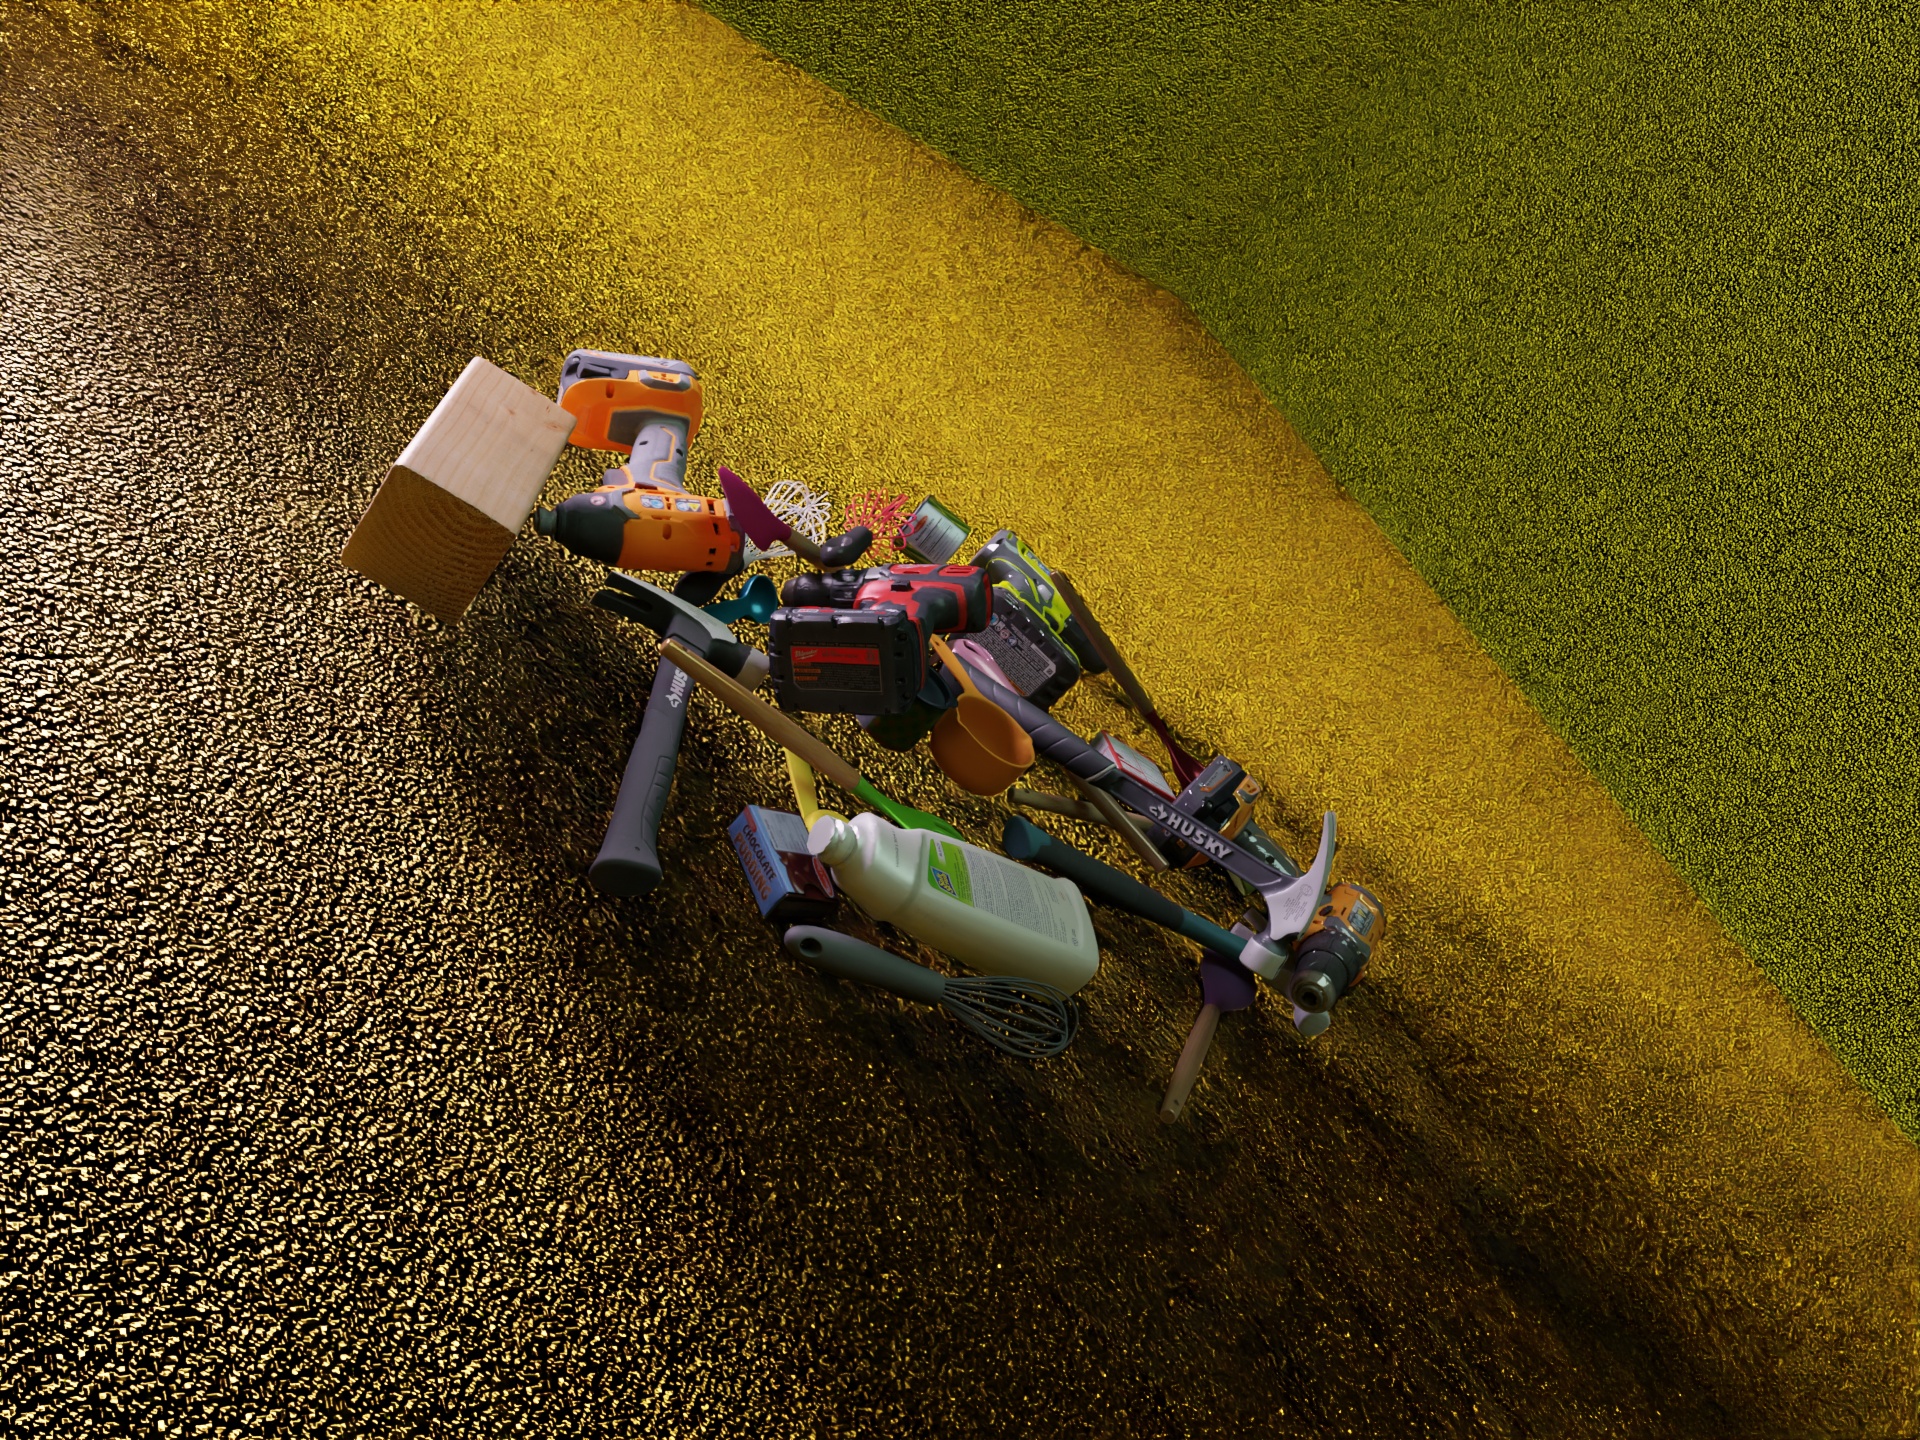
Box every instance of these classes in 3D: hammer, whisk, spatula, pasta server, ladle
[{"bbox_3d":[-0.216,0.008,1.118,0.146,0.035,0.335,33,27,-19],"label":"hammer"},{"bbox_3d":[-0.017,0.184,1.106,0.238,0.055,0.055,23,30,-27],"label":"whisk"},{"bbox_3d":[0.180,0.169,1.400,0.330,0.033,0.128,28,22,-19],"label":"hammer"},{"bbox_3d":[-0.185,-0.153,1.402,0.070,0.070,0.285,41,29,-2],"label":"whisk"},{"bbox_3d":[0.142,0.052,1.402,0.409,0.149,0.036,34,10,23],"label":"hammer"},{"bbox_3d":[0.208,0.257,1.337,0.060,0.018,0.316,41,24,5],"label":"spatula"},{"bbox_3d":[-0.091,-0.175,1.505,0.073,0.073,0.296,40,15,-4],"label":"whisk"},{"bbox_3d":[0.081,0.028,1.473,0.316,0.040,0.060,49,27,24],"label":"pasta server"},{"bbox_3d":[0.182,-0.030,1.656,0.315,0.031,0.069,54,18,-17],"label":"ladle"},{"bbox_3d":[0.169,0.109,1.508,0.320,0.062,0.078,15,31,-32],"label":"ladle"}]

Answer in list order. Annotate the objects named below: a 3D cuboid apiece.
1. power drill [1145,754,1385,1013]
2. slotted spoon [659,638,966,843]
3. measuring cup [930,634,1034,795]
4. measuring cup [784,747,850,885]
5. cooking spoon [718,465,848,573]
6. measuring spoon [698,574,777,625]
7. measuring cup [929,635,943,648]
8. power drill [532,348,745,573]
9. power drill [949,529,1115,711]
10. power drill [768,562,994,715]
[{"bbox_3d":[0.275,0.153,1.428,0.226,0.084,0.185,44,31,6],"label":"power drill"},{"bbox_3d":[-0.099,0.034,1.200,0.313,0.031,0.070,38,18,-24],"label":"slotted spoon"},{"bbox_3d":[-0.002,-0.005,1.422,0.095,0.052,0.174,14,35,-45],"label":"measuring cup"},{"bbox_3d":[-0.107,0.057,1.196,0.062,0.029,0.157,22,33,-36],"label":"measuring cup"},{"bbox_3d":[-0.144,-0.156,1.373,0.318,0.017,0.069,29,38,-75],"label":"cooking spoon"},{"bbox_3d":[-0.198,-0.091,1.322,0.128,0.021,0.042,-29,115,-56],"label":"measuring spoon"},{"bbox_3d":[-0.055,-0.076,1.478,0.083,0.038,0.168,35,28,-13],"label":"measuring cup"},{"bbox_3d":[-0.277,-0.211,1.313,0.164,0.084,0.227,1,46,-24],"label":"power drill"},{"bbox_3d":[0.081,-0.095,1.657,0.190,0.080,0.229,44,23,-7],"label":"power drill"},{"bbox_3d":[-0.086,-0.080,1.313,0.188,0.080,0.227,3,21,16],"label":"power drill"}]
